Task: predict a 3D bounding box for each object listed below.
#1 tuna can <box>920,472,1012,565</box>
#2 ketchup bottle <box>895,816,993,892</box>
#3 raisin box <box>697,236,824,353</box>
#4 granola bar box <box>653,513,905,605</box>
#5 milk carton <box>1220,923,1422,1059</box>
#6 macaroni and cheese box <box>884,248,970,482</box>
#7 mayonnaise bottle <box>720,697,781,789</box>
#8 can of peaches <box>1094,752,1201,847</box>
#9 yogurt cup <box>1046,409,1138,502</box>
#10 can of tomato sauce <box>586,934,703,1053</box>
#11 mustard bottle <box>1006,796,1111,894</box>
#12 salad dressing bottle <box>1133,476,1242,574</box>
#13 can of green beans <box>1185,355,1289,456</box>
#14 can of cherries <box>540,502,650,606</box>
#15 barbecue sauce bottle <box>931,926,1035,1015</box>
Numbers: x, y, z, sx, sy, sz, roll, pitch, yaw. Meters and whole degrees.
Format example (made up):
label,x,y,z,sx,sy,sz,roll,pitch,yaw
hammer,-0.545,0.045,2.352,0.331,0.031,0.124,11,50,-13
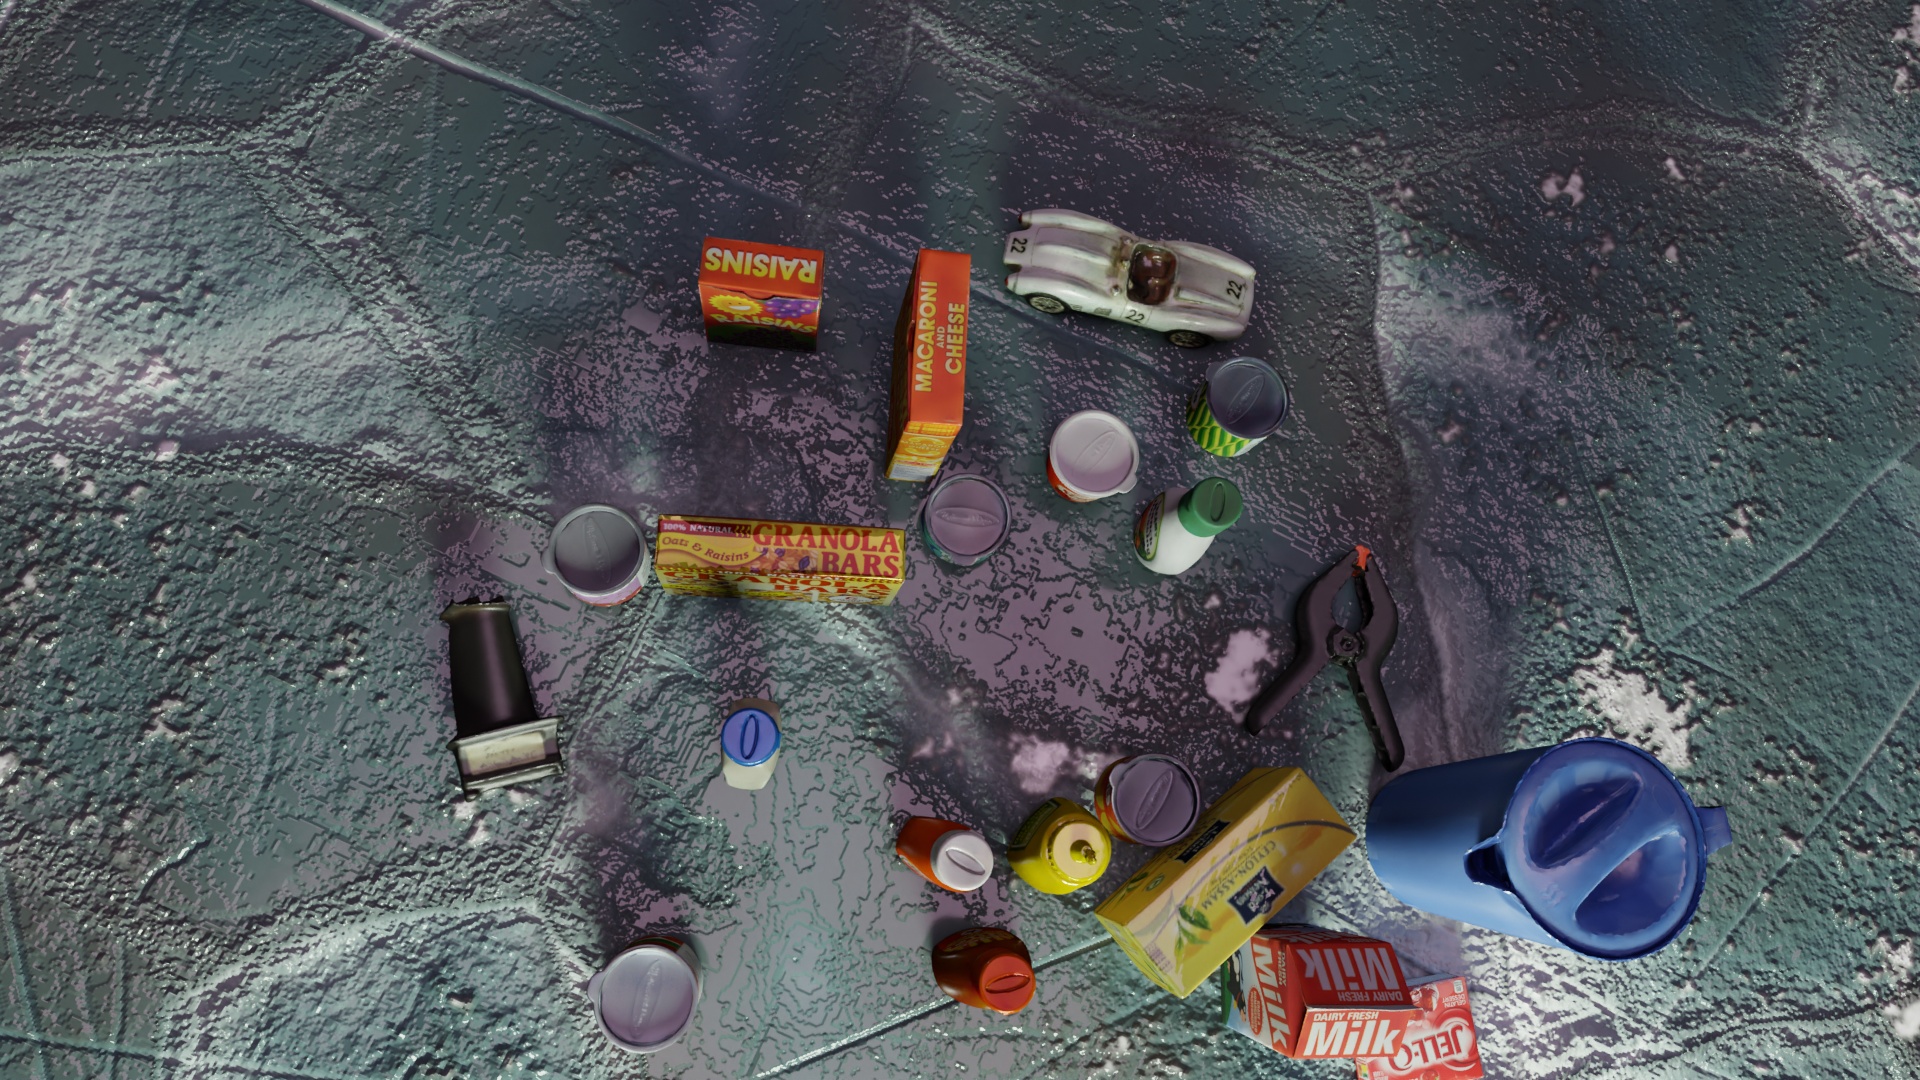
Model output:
label,x,y,z,sx,sy,sz,roll,pitch,yaw
tuna can,0.004,-0.013,1.047,0.071,0.032,0.071,2,79,-8
ketchup bottle,-0.007,0.213,0.941,0.065,0.148,0.043,30,77,-2
raisin box,-0.145,-0.176,1.013,0.086,0.123,0.040,7,79,-7
granola bar box,-0.126,0.015,0.976,0.166,0.124,0.039,3,79,-7
milk carton,0.237,0.303,0.936,0.072,0.190,0.073,2,79,-8
macaroni and cheese box,-0.026,-0.120,0.996,0.040,0.166,0.124,4,79,-7
mayonnaise bottle,-0.142,0.135,0.938,0.041,0.147,0.065,8,78,-6
can of peaches,0.134,0.187,1.012,0.071,0.058,0.071,2,79,-8
yogurt cup,0.097,-0.061,1.059,0.072,0.054,0.072,2,79,-8
can of tomato sauce,-0.209,0.301,0.928,0.071,0.083,0.071,2,79,-8
mustard bottle,0.072,0.208,0.947,0.049,0.160,0.065,41,77,1
salad dressing bottle,0.165,-0.013,1.011,0.044,0.147,0.064,12,78,-5
can of green beans,0.215,-0.104,1.083,0.071,0.057,0.071,2,79,-8
can of cherries,-0.259,0.011,0.992,0.071,0.058,0.071,2,79,-8
barbecue sauce bottle,0.020,0.288,0.930,0.065,0.148,0.044,-10,81,-10
